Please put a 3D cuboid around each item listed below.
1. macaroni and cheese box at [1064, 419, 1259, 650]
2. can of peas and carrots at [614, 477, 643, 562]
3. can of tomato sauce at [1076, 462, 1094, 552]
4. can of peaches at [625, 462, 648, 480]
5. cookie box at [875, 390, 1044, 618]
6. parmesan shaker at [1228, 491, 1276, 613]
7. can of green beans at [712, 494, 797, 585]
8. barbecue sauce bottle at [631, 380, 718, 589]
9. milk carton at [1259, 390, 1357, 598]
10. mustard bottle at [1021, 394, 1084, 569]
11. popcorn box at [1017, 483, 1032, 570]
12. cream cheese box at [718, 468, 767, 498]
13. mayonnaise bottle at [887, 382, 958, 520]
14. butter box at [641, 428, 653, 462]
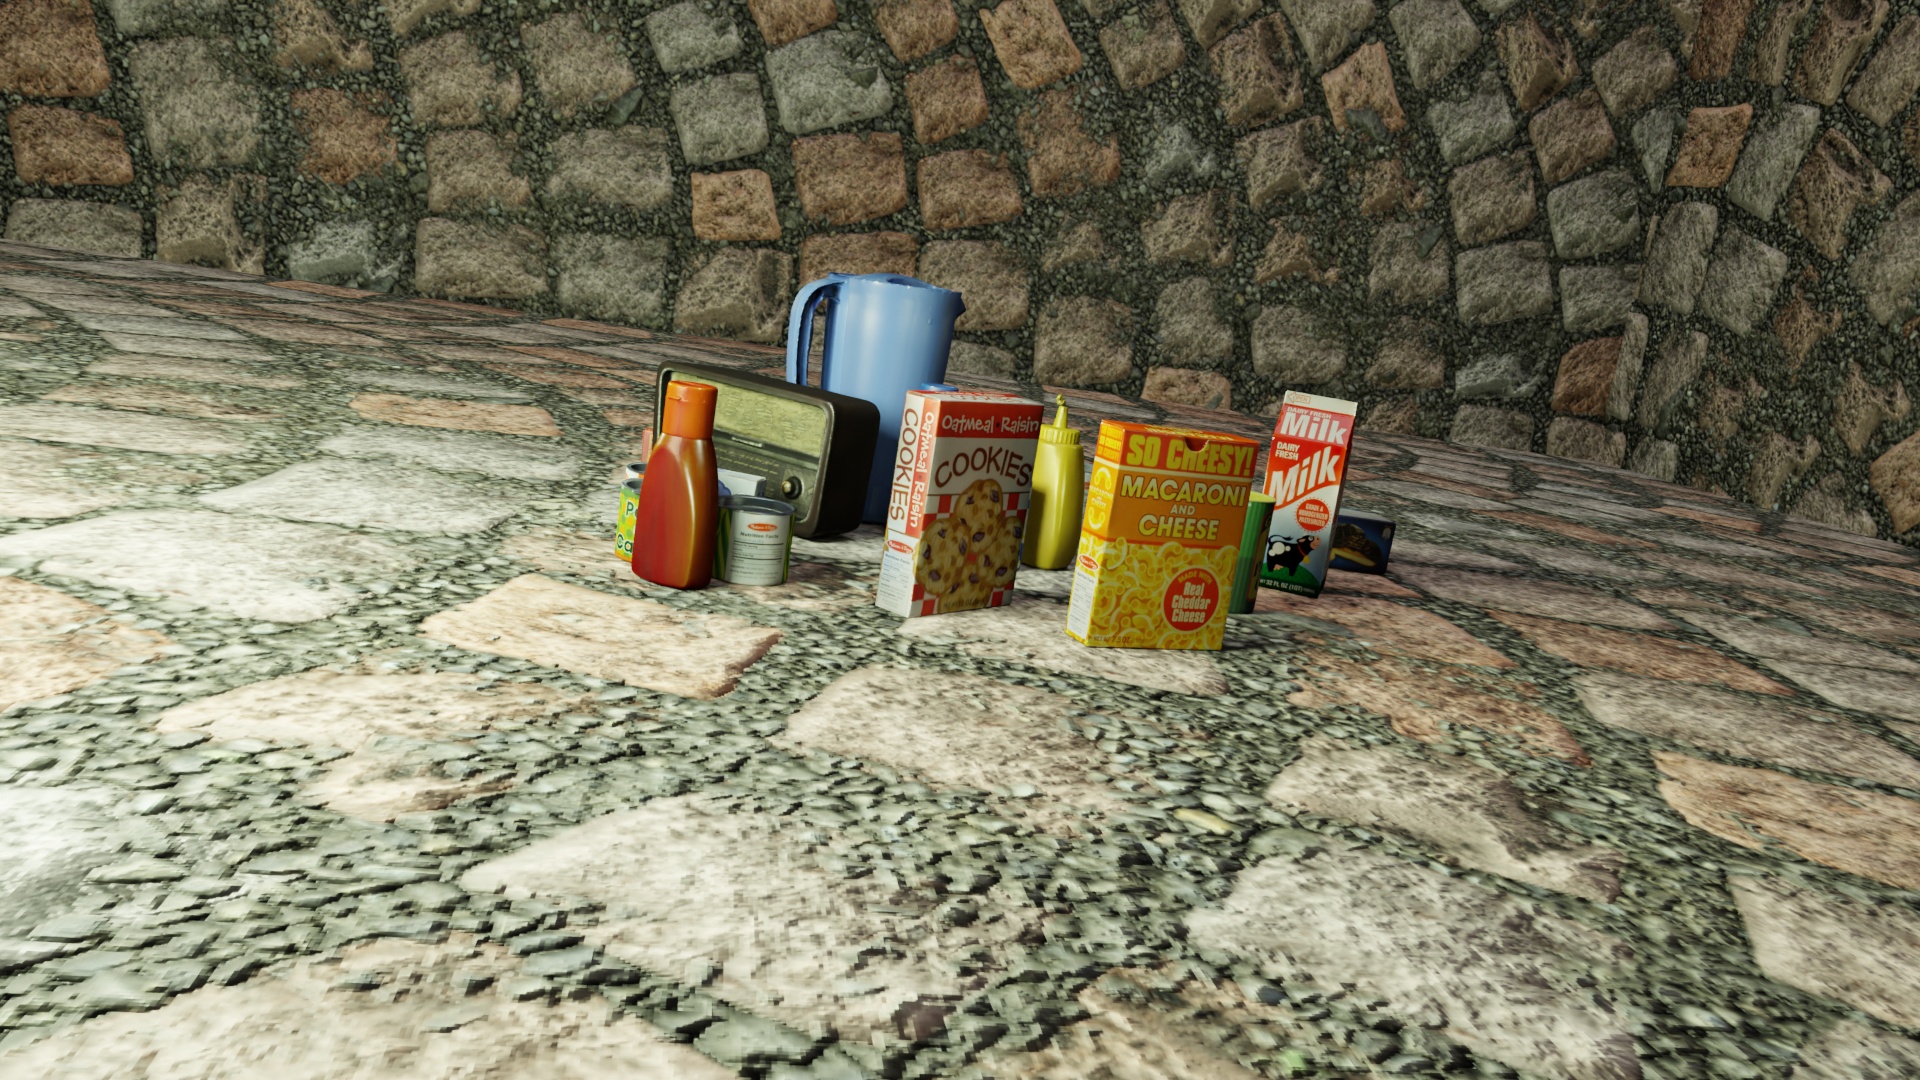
[{"bbox_3d":[0.154,-0.002,1.055,0.124,0.166,0.040,4,12,-25],"label":"macaroni and cheese box"},{"bbox_3d":[-0.236,-0.014,1.088,0.071,0.058,0.071,9,11,-2],"label":"can of peas and carrots"},{"bbox_3d":[0.113,-0.036,1.408,0.071,0.083,0.071,9,11,-2],"label":"can of tomato sauce"},{"bbox_3d":[-0.248,-0.031,1.169,0.071,0.058,0.071,9,11,-2],"label":"can of peaches"},{"bbox_3d":[0.000,-0.030,1.076,0.040,0.167,0.123,18,14,40],"label":"cookie box"},{"bbox_3d":[0.238,0.007,1.239,0.071,0.103,0.071,9,11,-2],"label":"parmesan shaker"},{"bbox_3d":[-0.164,-0.001,1.081,0.071,0.057,0.071,9,11,-2],"label":"can of green beans"},{"bbox_3d":[-0.206,-0.042,1.023,0.065,0.148,0.044,15,12,31],"label":"barbecue sauce bottle"},{"bbox_3d":[0.336,-0.047,1.363,0.072,0.190,0.073,12,11,18],"label":"milk carton"},{"bbox_3d":[0.086,-0.055,1.284,0.065,0.159,0.049,17,14,39],"label":"mustard bottle"},{"bbox_3d":[0.004,-0.015,1.215,0.127,0.085,0.038,-3,16,-46],"label":"popcorn box"},{"bbox_3d":[-0.225,-0.039,1.234,0.104,0.053,0.024,12,11,16],"label":"cream cheese box"},{"bbox_3d":[-0.030,-0.075,1.323,0.065,0.147,0.041,7,11,-7],"label":"mayonnaise bottle"},{"bbox_3d":[-0.273,-0.082,1.415,0.103,0.053,0.024,7,11,-7],"label":"butter box"}]
